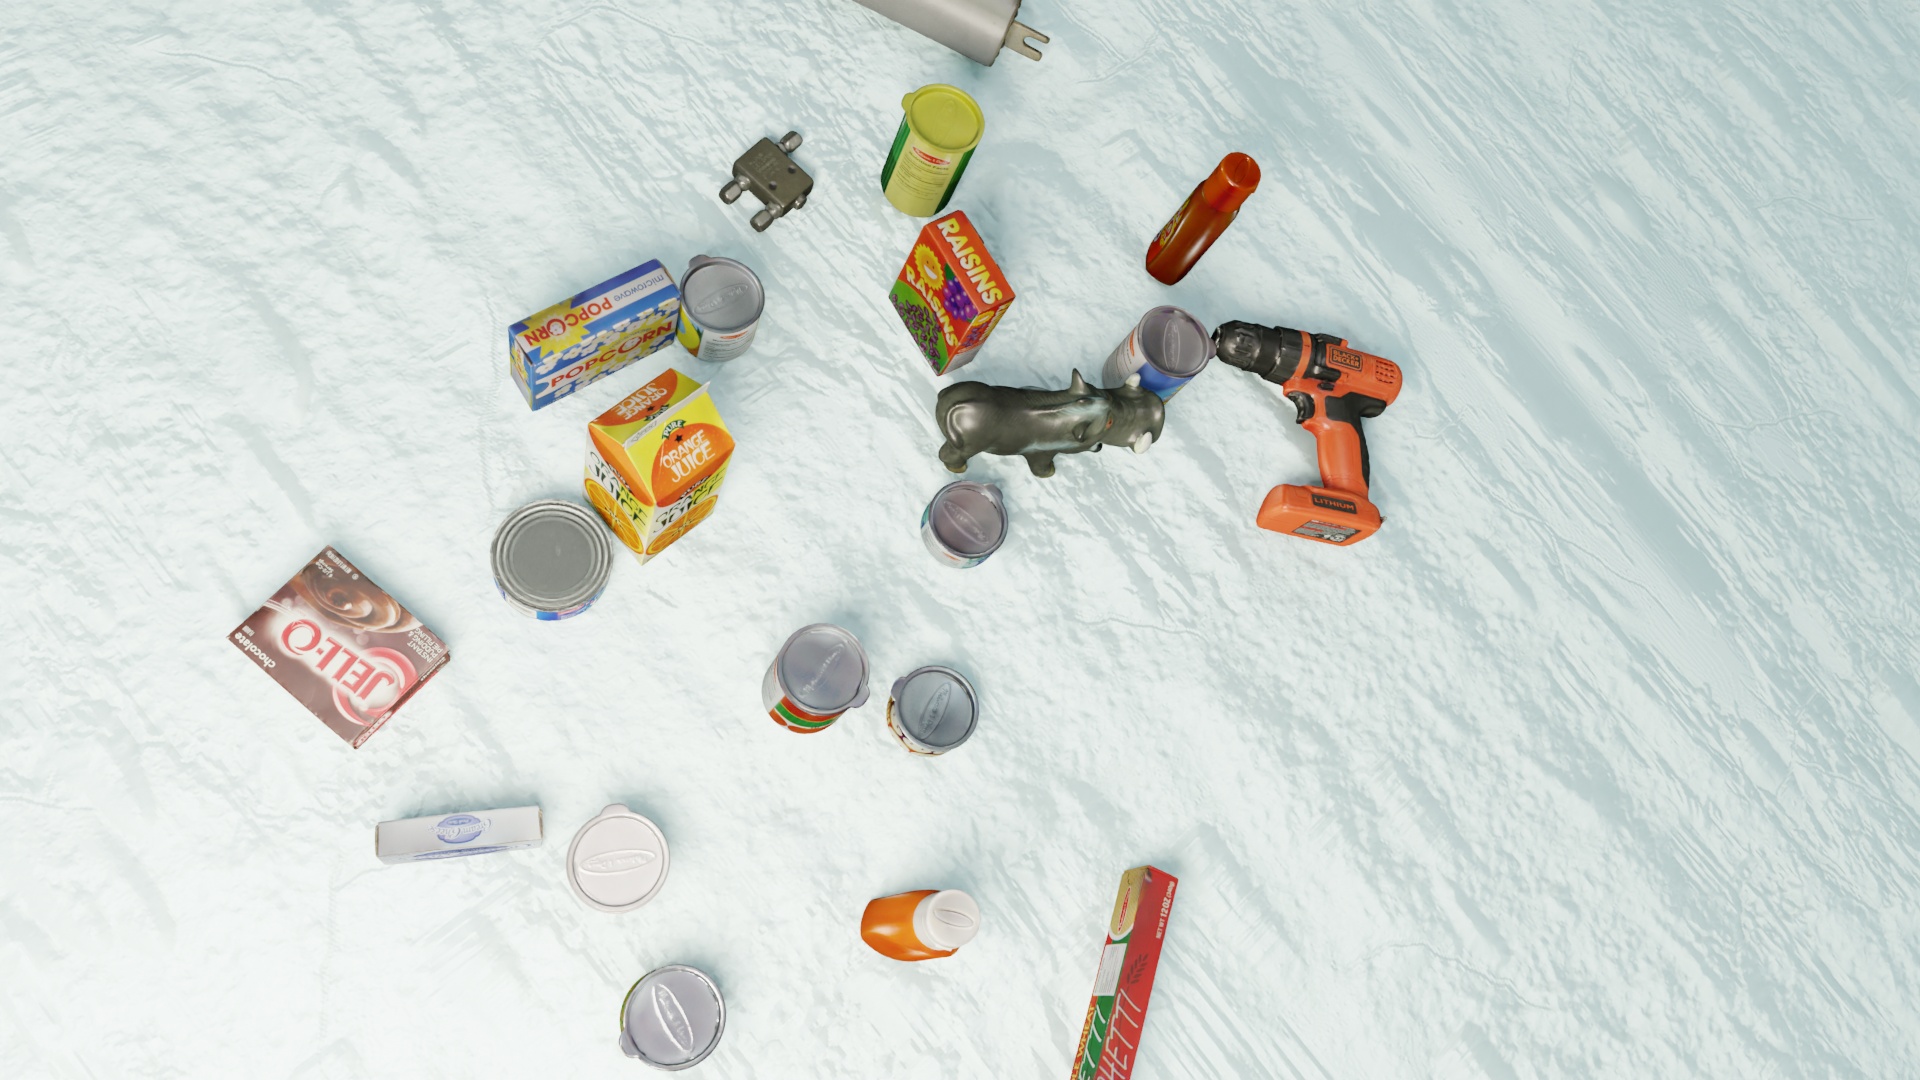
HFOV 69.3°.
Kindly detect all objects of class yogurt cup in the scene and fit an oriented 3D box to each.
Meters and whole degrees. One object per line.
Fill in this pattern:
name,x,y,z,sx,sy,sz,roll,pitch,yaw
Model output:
yogurt cup,-0.235,0.222,0.951,0.072,0.053,0.072,5,71,-15

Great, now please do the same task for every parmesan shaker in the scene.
parmesan shaker,-0.028,-0.329,1.174,0.071,0.102,0.071,5,71,-15

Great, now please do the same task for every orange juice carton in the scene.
orange juice carton,-0.213,-0.055,0.976,0.072,0.192,0.073,-39,87,-24

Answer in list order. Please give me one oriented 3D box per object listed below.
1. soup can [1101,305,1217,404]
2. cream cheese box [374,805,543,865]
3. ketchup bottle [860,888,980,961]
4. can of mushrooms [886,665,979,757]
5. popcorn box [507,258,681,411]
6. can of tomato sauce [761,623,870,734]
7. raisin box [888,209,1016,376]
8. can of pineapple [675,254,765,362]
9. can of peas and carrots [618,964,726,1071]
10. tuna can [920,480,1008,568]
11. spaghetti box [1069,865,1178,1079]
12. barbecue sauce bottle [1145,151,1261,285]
soup can,0.168,-0.151,1.183,0.071,0.083,0.071,5,71,-15
cream cheese box,-0.334,0.197,0.930,0.104,0.053,0.024,-3,73,-18
ketchup bottle,-0.024,0.263,0.949,0.065,0.148,0.044,18,68,-10
can of mushrooms,-0.024,0.129,1.057,0.071,0.033,0.071,5,71,-15
popcorn box,-0.276,-0.155,1.050,0.127,0.085,0.038,-32,84,-23
can of tomato sauce,-0.106,0.103,1.015,0.071,0.082,0.071,5,71,-15
raisin box,-0.008,-0.198,1.124,0.040,0.123,0.086,-27,82,-23
can of pineapple,-0.192,-0.183,1.100,0.071,0.057,0.071,5,71,-15
can of peas and carrots,-0.195,0.320,0.928,0.071,0.058,0.071,5,71,-15
tuna can,0.004,-0.014,1.115,0.071,0.032,0.071,5,71,-15
spaghetti box,0.108,0.362,1.009,0.029,0.050,0.251,22,67,-9
barbecue sauce bottle,0.211,-0.281,1.204,0.043,0.148,0.065,31,67,-5
